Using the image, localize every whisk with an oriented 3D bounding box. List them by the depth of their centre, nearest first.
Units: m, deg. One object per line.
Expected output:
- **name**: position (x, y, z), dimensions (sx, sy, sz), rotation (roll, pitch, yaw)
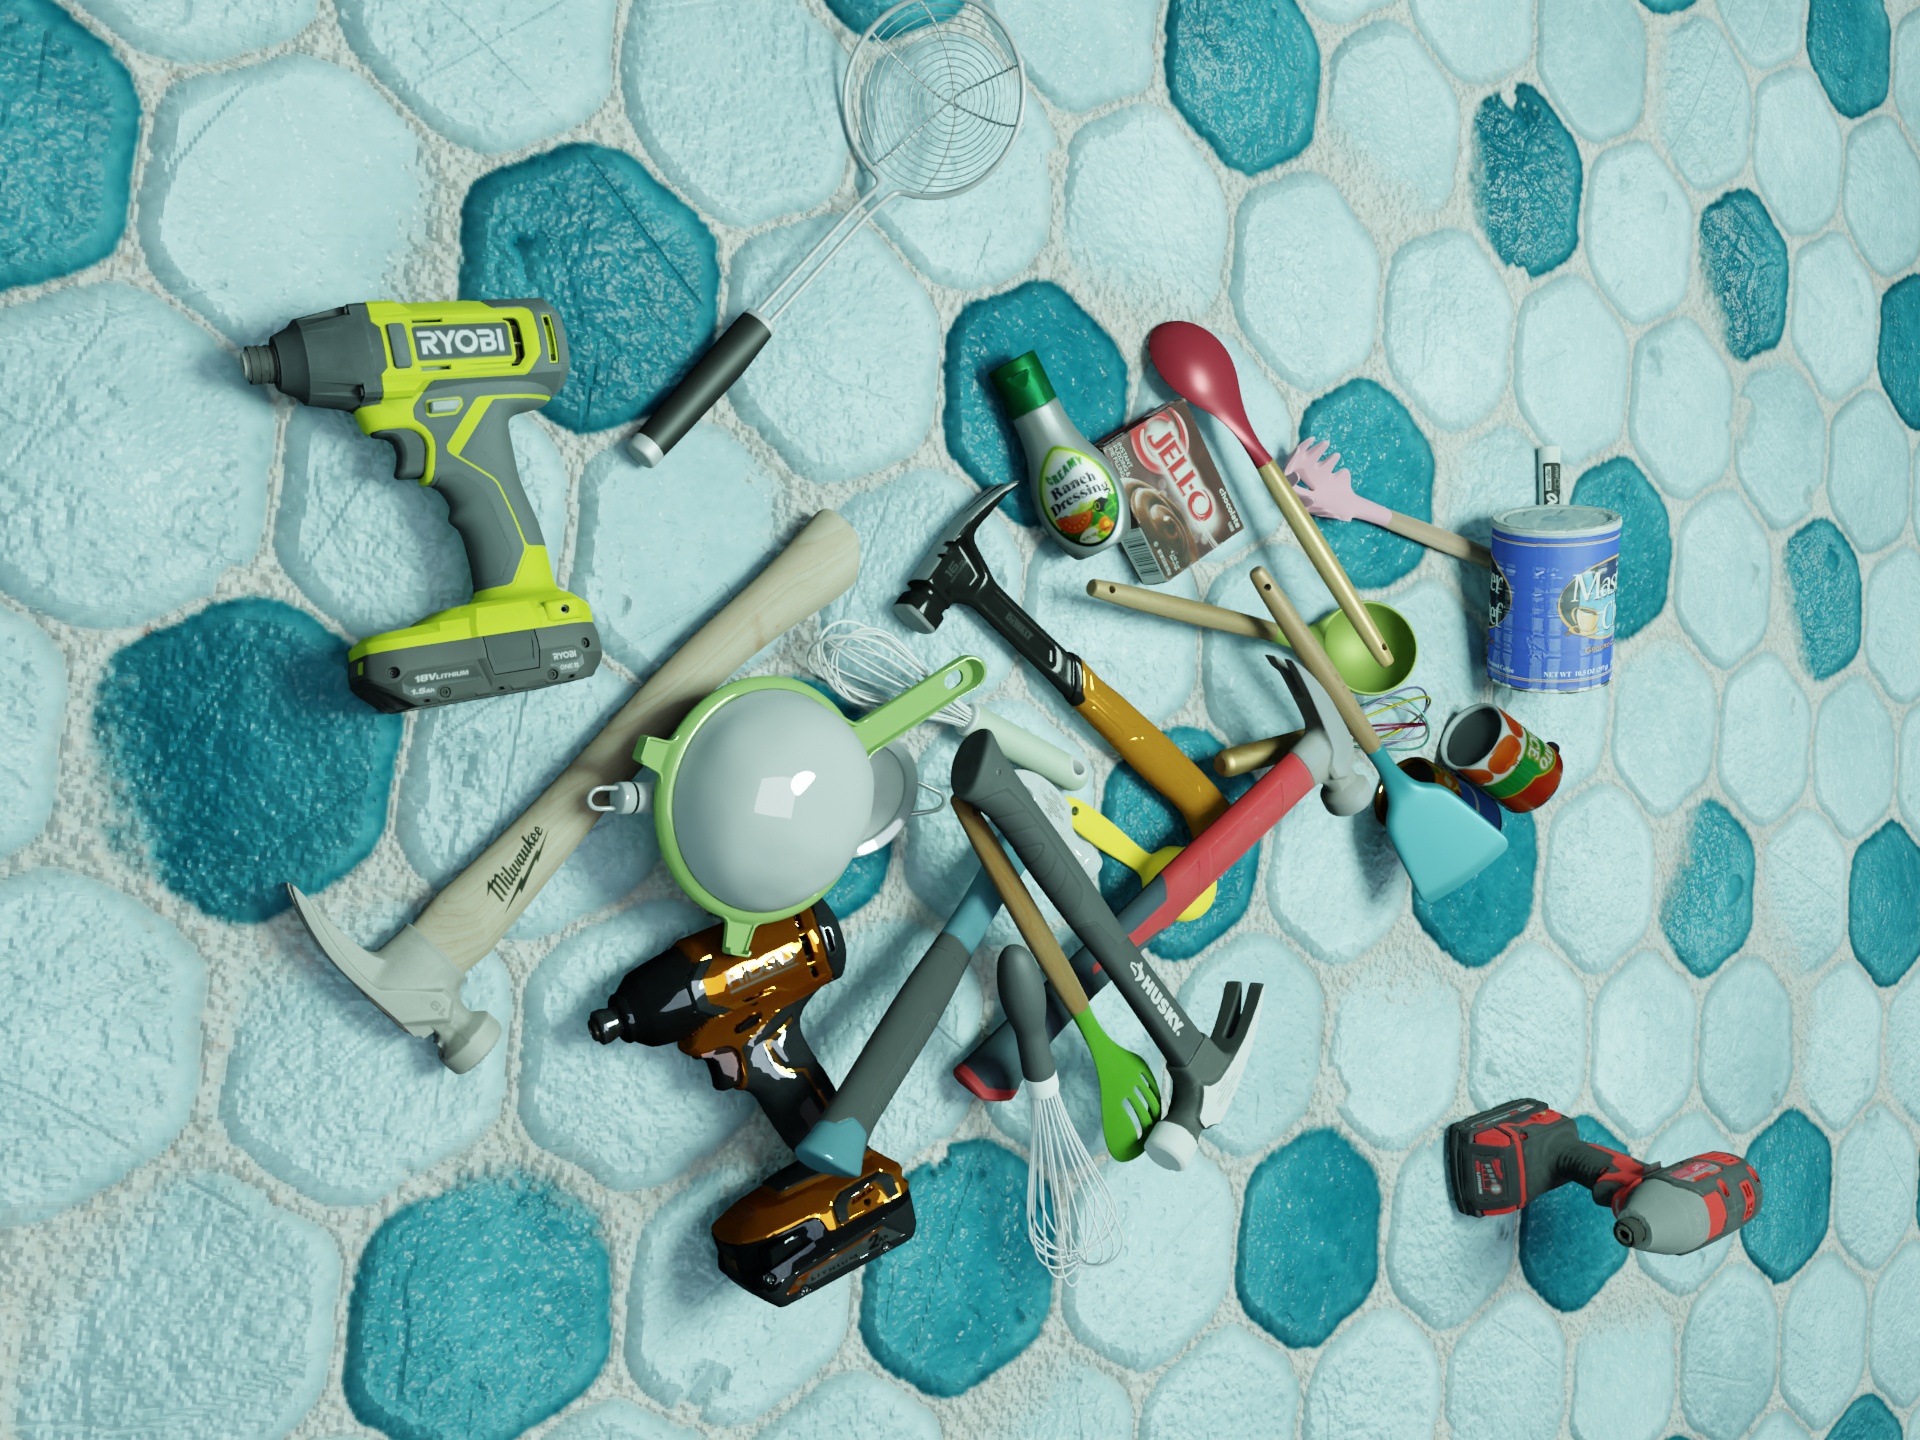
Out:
- **whisk**: position (0.060, 0.268, 1.078), dimensions (0.070, 0.070, 0.284), rotation (-27, 120, -29)
- **whisk**: position (-0.002, -0.003, 1.087), dimensions (0.246, 0.059, 0.058), rotation (28, 50, -33)
- **whisk**: position (0.291, 0.016, 1.259), dimensions (0.245, 0.047, 0.051), rotation (-12, 86, -35)

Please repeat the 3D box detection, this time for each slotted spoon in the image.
- **slotted spoon**: position (0.068, 0.175, 1.070), dimensions (0.070, 0.031, 0.313), rotation (-49, 119, -42)

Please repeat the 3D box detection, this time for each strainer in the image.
- **strainer**: position (-0.063, 0.025, 0.969), dimensions (0.256, 0.069, 0.151), rotation (-33, 113, -32)
- **strainer**: position (-0.119, 0.045, 0.993), dimensions (0.258, 0.050, 0.087), rotation (2, 107, -43)

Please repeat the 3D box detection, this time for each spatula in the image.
- **spatula**: position (0.310, 0.005, 1.219), dimensions (0.082, 0.044, 0.317), rotation (-37, 114, 6)

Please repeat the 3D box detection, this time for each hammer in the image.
- **hammer**: position (-0.209, 0.009, 0.964), dimensions (0.146, 0.038, 0.411), rotation (49, 66, -20)
- **hammer**: position (-0.009, 0.158, 1.031), dimensions (0.128, 0.033, 0.331), rotation (54, 47, -22)
- **hammer**: position (0.096, 0.137, 1.059), dimensions (0.334, 0.035, 0.146), rotation (54, 55, -23)
- **hammer**: position (0.137, 0.119, 1.138), dimensions (0.386, 0.038, 0.143), rotation (-41, 117, -16)
- **hammer**: position (0.101, -0.021, 1.156), dimensions (0.336, 0.034, 0.127), rotation (43, 70, -24)

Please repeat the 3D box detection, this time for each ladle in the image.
- **ladle**: position (0.227, -0.074, 1.204), dimensions (0.320, 0.062, 0.078), rotation (10, 77, -36)
- **ladle**: position (0.244, -0.173, 1.213), dimensions (0.069, 0.031, 0.315), rotation (-38, 98, -32)

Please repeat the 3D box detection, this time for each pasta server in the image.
- **pasta server**: position (0.379, -0.164, 1.327), dimensions (0.316, 0.040, 0.060), rotation (14, 71, -32)

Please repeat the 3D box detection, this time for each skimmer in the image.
- **skimmer**: position (-0.092, -0.310, 1.007), dimensions (0.127, 0.090, 0.363), rotation (35, 72, 7)

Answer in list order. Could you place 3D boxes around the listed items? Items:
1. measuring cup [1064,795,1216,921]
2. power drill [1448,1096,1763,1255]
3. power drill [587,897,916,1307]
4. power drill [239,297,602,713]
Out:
- **measuring cup**: position (0.133, 0.098, 1.175), dimensions (0.156, 0.029, 0.062), rotation (36, 72, -29)
- **power drill**: position (0.515, 0.378, 1.298), dimensions (0.143, 0.220, 0.078), rotation (-9, 94, -32)
- **power drill**: position (-0.129, 0.237, 0.987), dimensions (0.164, 0.084, 0.226), rotation (-19, 95, -30)
- **power drill**: position (-0.295, -0.122, 0.891), dimensions (0.171, 0.080, 0.223), rotation (-12, 92, -31)
